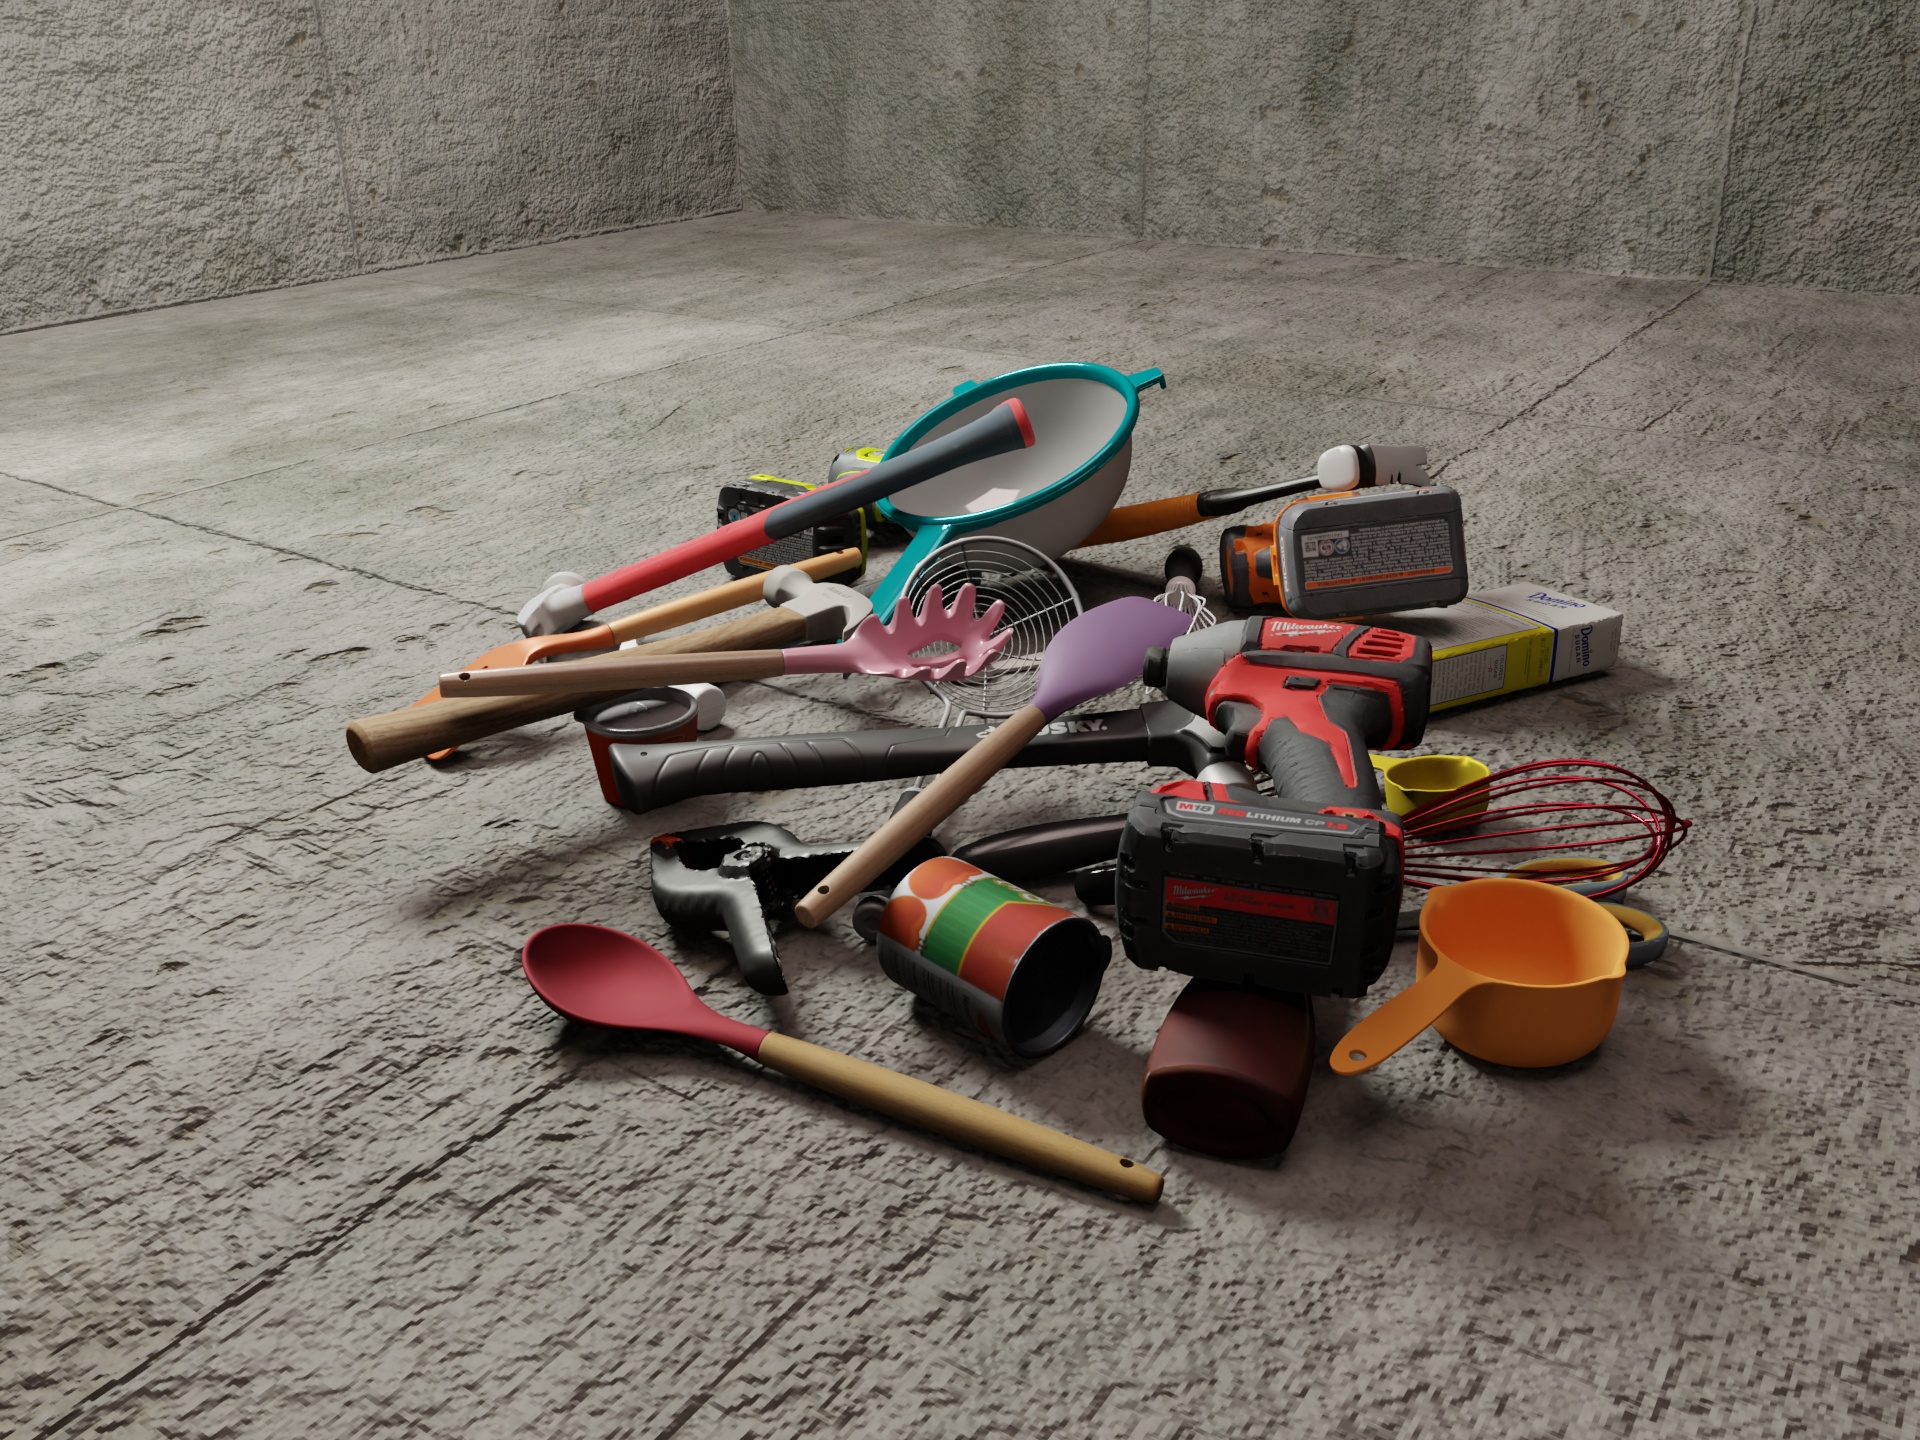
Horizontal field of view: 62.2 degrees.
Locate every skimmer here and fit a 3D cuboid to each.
[{"bbox_3d":[-0.001,-0.003,0.929,0.127,0.090,0.363,26,28,-3],"label":"skimmer"}]

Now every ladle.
[{"bbox_3d":[-0.061,0.147,0.682,0.315,0.031,0.069,14,22,26],"label":"ladle"}]

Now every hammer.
[{"bbox_3d":[-0.129,-0.139,1.133,0.386,0.038,0.143,-22,18,2],"label":"hammer"},{"bbox_3d":[-0.019,0.013,0.849,0.334,0.035,0.146,-4,36,-3],"label":"hammer"},{"bbox_3d":[-0.103,-0.072,1.154,0.128,0.033,0.331,22,33,38],"label":"hammer"},{"bbox_3d":[-0.191,-0.029,0.933,0.331,0.031,0.130,-20,31,-36],"label":"hammer"},{"bbox_3d":[0.184,-0.163,1.212,0.337,0.034,0.127,-6,2,43],"label":"hammer"}]

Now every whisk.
[{"bbox_3d":[0.157,-0.082,1.149,0.070,0.070,0.285,3,20,9],"label":"whisk"},{"bbox_3d":[0.110,0.057,0.853,0.239,0.055,0.055,-10,26,-8],"label":"whisk"},{"bbox_3d":[0.201,0.066,0.782,0.296,0.073,0.073,-8,23,14],"label":"whisk"}]

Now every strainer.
[{"bbox_3d":[0.017,-0.134,1.176,0.211,0.095,0.340,5,47,36],"label":"strainer"}]

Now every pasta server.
[{"bbox_3d":[-0.126,-0.036,0.887,0.316,0.040,0.060,-5,52,-17],"label":"pasta server"}]

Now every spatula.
[{"bbox_3d":[-0.209,-0.056,1.059,0.322,0.041,0.081,-21,33,-24],"label":"spatula"},{"bbox_3d":[0.021,0.010,0.807,0.060,0.018,0.316,22,42,28],"label":"spatula"}]

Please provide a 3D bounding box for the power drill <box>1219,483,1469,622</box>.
[{"bbox_3d":[0.280,-0.117,1.118,0.164,0.084,0.226,-7,5,0],"label":"power drill"}]

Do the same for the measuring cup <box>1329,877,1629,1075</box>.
[{"bbox_3d":[0.215,0.128,0.685,0.173,0.052,0.095,-24,33,-33],"label":"measuring cup"}]

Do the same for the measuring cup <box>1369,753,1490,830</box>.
[{"bbox_3d":[0.235,0.036,0.927,0.062,0.029,0.157,-20,19,-36],"label":"measuring cup"}]

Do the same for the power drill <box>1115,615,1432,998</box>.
[{"bbox_3d":[0.142,0.022,0.738,0.143,0.078,0.220,7,34,14],"label":"power drill"}]

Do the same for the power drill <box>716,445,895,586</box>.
[{"bbox_3d":[-0.072,-0.173,1.326,0.191,0.080,0.228,15,26,32],"label":"power drill"}]

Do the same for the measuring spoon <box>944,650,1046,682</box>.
[{"bbox_3d":[0.046,-0.047,1.110,0.124,0.018,0.034,-11,26,-22],"label":"measuring spoon"}]
